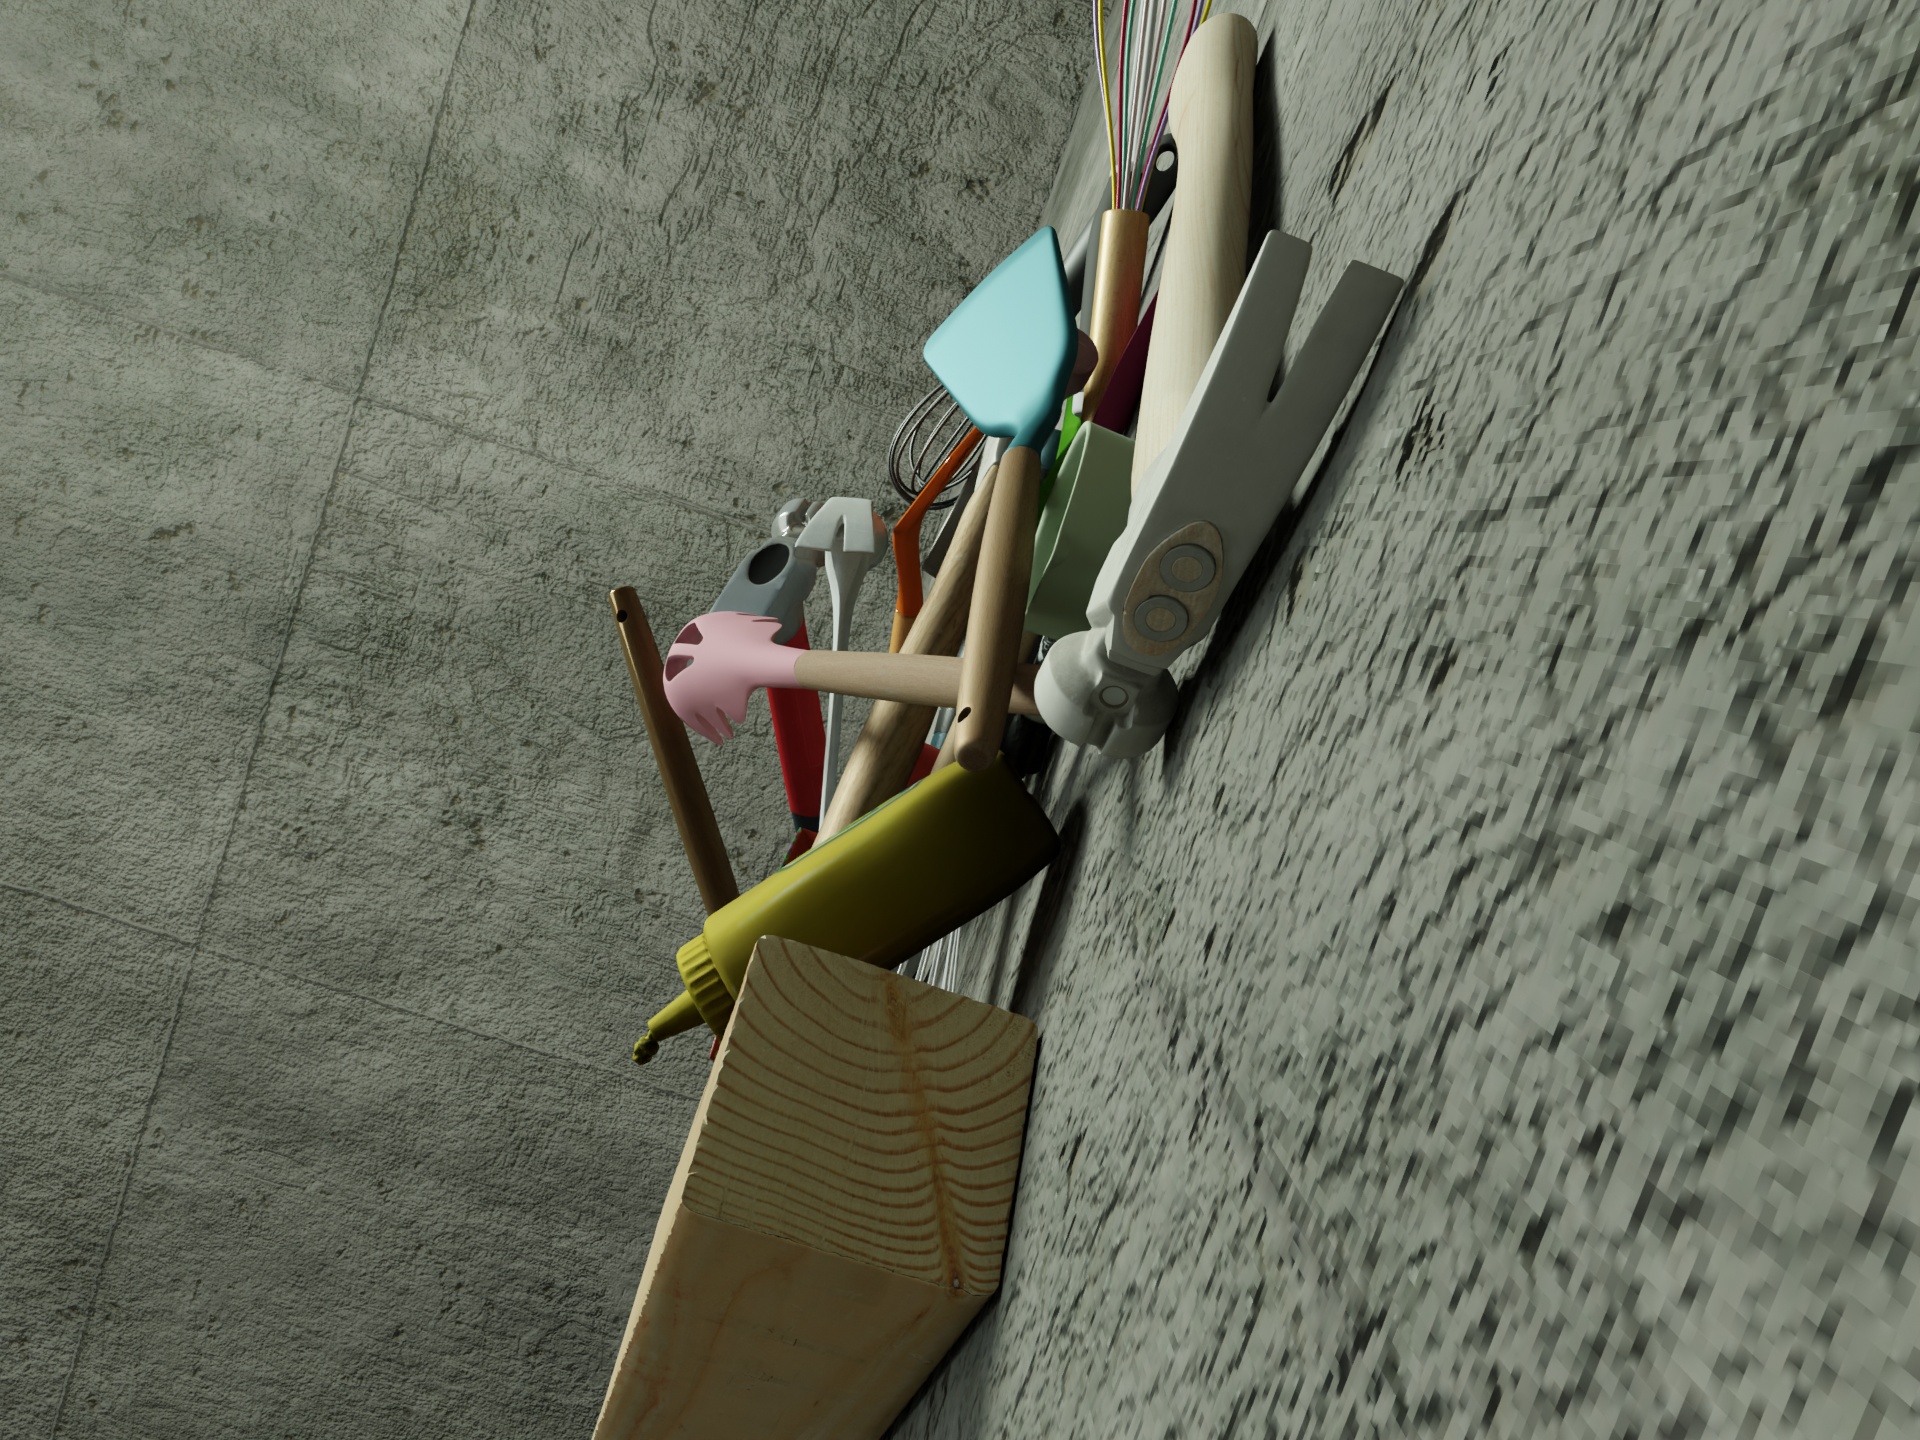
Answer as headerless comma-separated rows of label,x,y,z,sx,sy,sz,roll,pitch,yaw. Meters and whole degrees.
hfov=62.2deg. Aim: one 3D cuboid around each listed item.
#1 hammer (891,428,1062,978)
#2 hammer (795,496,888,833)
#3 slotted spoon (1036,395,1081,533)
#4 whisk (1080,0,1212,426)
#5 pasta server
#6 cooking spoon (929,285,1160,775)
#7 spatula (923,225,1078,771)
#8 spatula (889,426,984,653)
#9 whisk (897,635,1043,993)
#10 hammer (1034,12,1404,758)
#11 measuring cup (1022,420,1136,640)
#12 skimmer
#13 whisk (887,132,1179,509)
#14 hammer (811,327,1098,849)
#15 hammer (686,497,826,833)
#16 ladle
hammer,-0.001,-0.003,0.864,0.128,0.033,0.331,160,130,-75
hammer,-0.070,0.094,0.766,0.144,0.035,0.405,-102,17,-88
slotted spoon,0.074,-0.206,0.871,0.070,0.031,0.314,120,170,-54
whisk,0.082,-0.252,0.723,0.051,0.047,0.245,10,95,57
pasta server,-0.036,-0.015,0.598,0.316,0.040,0.060,7,73,54
cooking spoon,0.035,-0.063,0.647,0.068,0.017,0.319,111,-177,-73
spatula,0.011,-0.087,0.578,0.082,0.044,0.318,-38,24,28
spatula,-0.023,-0.040,0.886,0.081,0.041,0.322,-56,-19,-45
whisk,-0.006,0.051,0.674,0.070,0.070,0.285,126,166,-75
hammer,0.087,-0.171,0.535,0.411,0.038,0.146,-77,9,-49
measuring cup,0.035,-0.022,0.573,0.083,0.038,0.167,-86,13,-71
skimmer,0.119,-0.324,0.786,0.127,0.090,0.363,-174,92,-73
whisk,0.041,-0.212,0.849,0.239,0.055,0.055,-51,9,11
hammer,-0.017,-0.019,0.667,0.130,0.031,0.331,122,172,-55
hammer,-0.093,0.061,0.942,0.385,0.038,0.143,86,-157,-47
ladle,-0.109,0.088,0.705,0.320,0.078,0.062,70,-163,8
